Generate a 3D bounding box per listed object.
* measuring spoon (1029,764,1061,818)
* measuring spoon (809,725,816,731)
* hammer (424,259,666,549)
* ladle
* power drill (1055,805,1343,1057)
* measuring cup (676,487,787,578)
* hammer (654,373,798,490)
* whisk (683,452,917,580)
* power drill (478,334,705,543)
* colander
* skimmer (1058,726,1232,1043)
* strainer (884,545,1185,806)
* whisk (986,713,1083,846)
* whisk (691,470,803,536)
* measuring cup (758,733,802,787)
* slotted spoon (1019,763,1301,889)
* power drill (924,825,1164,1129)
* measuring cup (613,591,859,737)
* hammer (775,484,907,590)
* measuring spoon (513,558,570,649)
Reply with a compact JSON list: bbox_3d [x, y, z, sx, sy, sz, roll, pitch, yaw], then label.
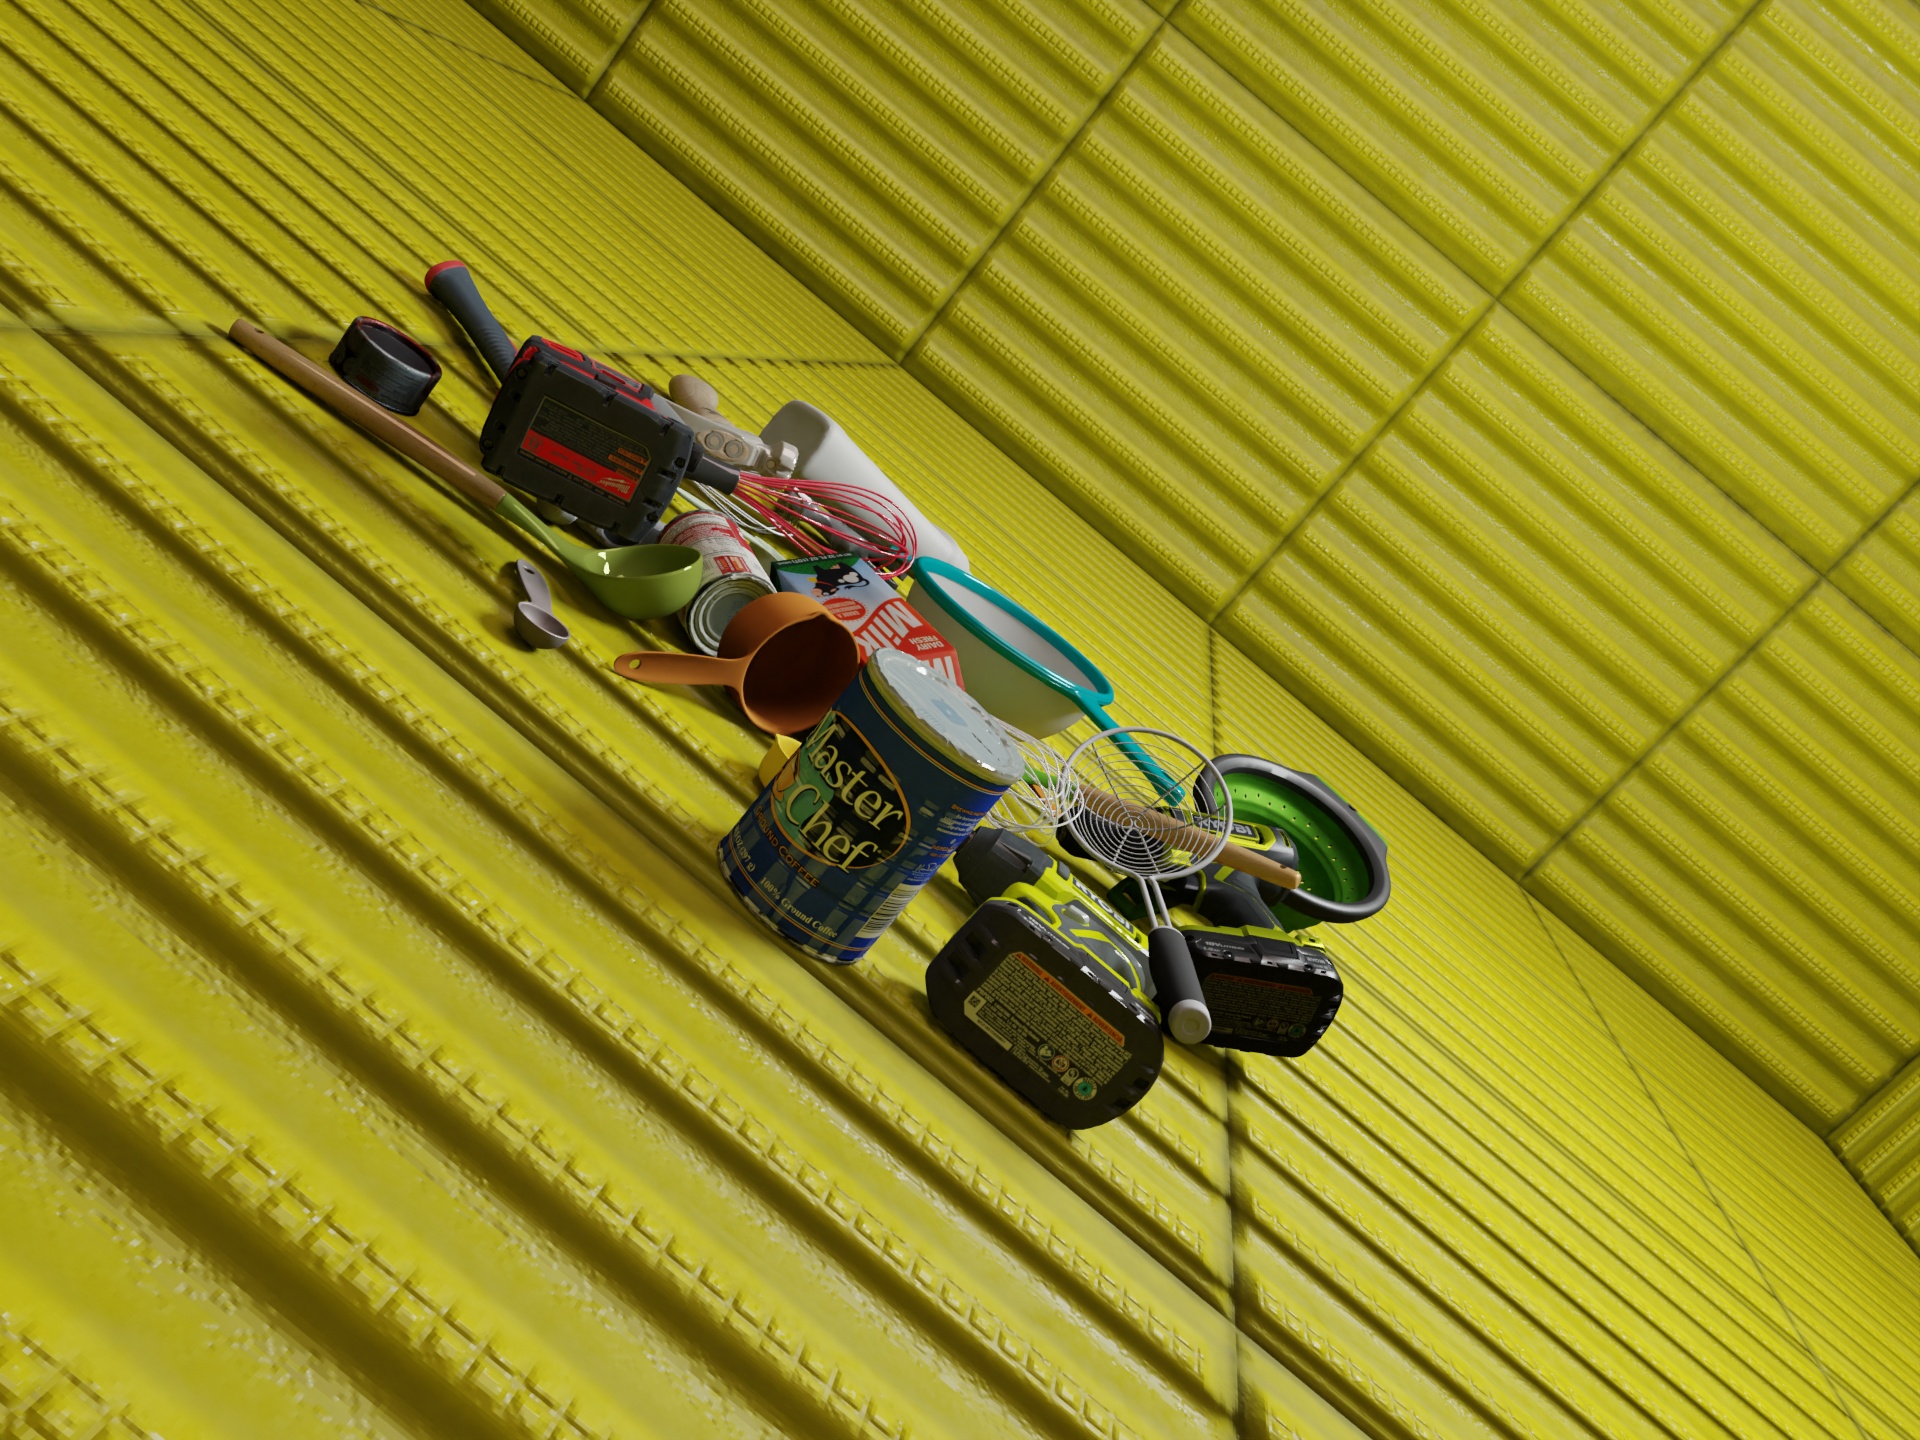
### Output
[{"bbox_3d":[0.083,0.074,1.348,0.021,0.011,0.117,25,21,-45],"label":"measuring spoon"},{"bbox_3d":[-0.119,-0.012,1.111,0.042,0.021,0.129,6,46,-58],"label":"measuring spoon"},{"bbox_3d":[-0.324,-0.247,1.239,0.143,0.038,0.387,24,22,-50],"label":"hammer"},{"bbox_3d":[-0.307,-0.163,1.003,0.320,0.062,0.078,34,18,-13],"label":"ladle"},{"bbox_3d":[0.176,0.140,1.187,0.190,0.080,0.229,11,27,-12],"label":"power drill"},{"bbox_3d":[-0.171,-0.125,1.221,0.167,0.038,0.083,35,7,-44],"label":"measuring cup"},{"bbox_3d":[-0.244,-0.281,1.429,0.146,0.038,0.411,21,11,-19],"label":"hammer"},{"bbox_3d":[-0.158,-0.178,1.227,0.295,0.073,0.073,20,23,-30],"label":"whisk"},{"bbox_3d":[-0.233,-0.189,1.037,0.143,0.078,0.220,26,12,-17],"label":"power drill"},{"bbox_3d":[0.236,0.143,1.416,0.397,0.094,0.205,-12,52,-49],"label":"colander"},{"bbox_3d":[0.130,0.091,1.012,0.127,0.090,0.363,11,14,-2],"label":"skimmer"},{"bbox_3d":[0.059,-0.010,1.352,0.210,0.095,0.341,20,21,-49],"label":"strainer"},{"bbox_3d":[-0.003,-0.003,1.153,0.070,0.070,0.285,26,15,-42],"label":"whisk"},{"bbox_3d":[-0.237,-0.219,1.359,0.246,0.058,0.059,24,42,-35],"label":"whisk"},{"bbox_3d":[-0.093,0.033,1.023,0.062,0.029,0.156,41,8,0],"label":"measuring cup"},{"bbox_3d":[0.110,0.065,1.208,0.314,0.031,0.070,21,25,25],"label":"slotted spoon"},{"bbox_3d":[0.049,0.140,0.962,0.171,0.080,0.223,40,11,-3],"label":"power drill"},{"bbox_3d":[-0.150,-0.042,1.022,0.173,0.095,0.052,2,29,-37],"label":"measuring cup"},{"bbox_3d":[-0.098,-0.108,1.390,0.144,0.035,0.406,35,16,-18],"label":"hammer"},{"bbox_3d":[-0.255,-0.069,0.944,0.034,0.018,0.124,32,10,-29],"label":"measuring spoon"}]
